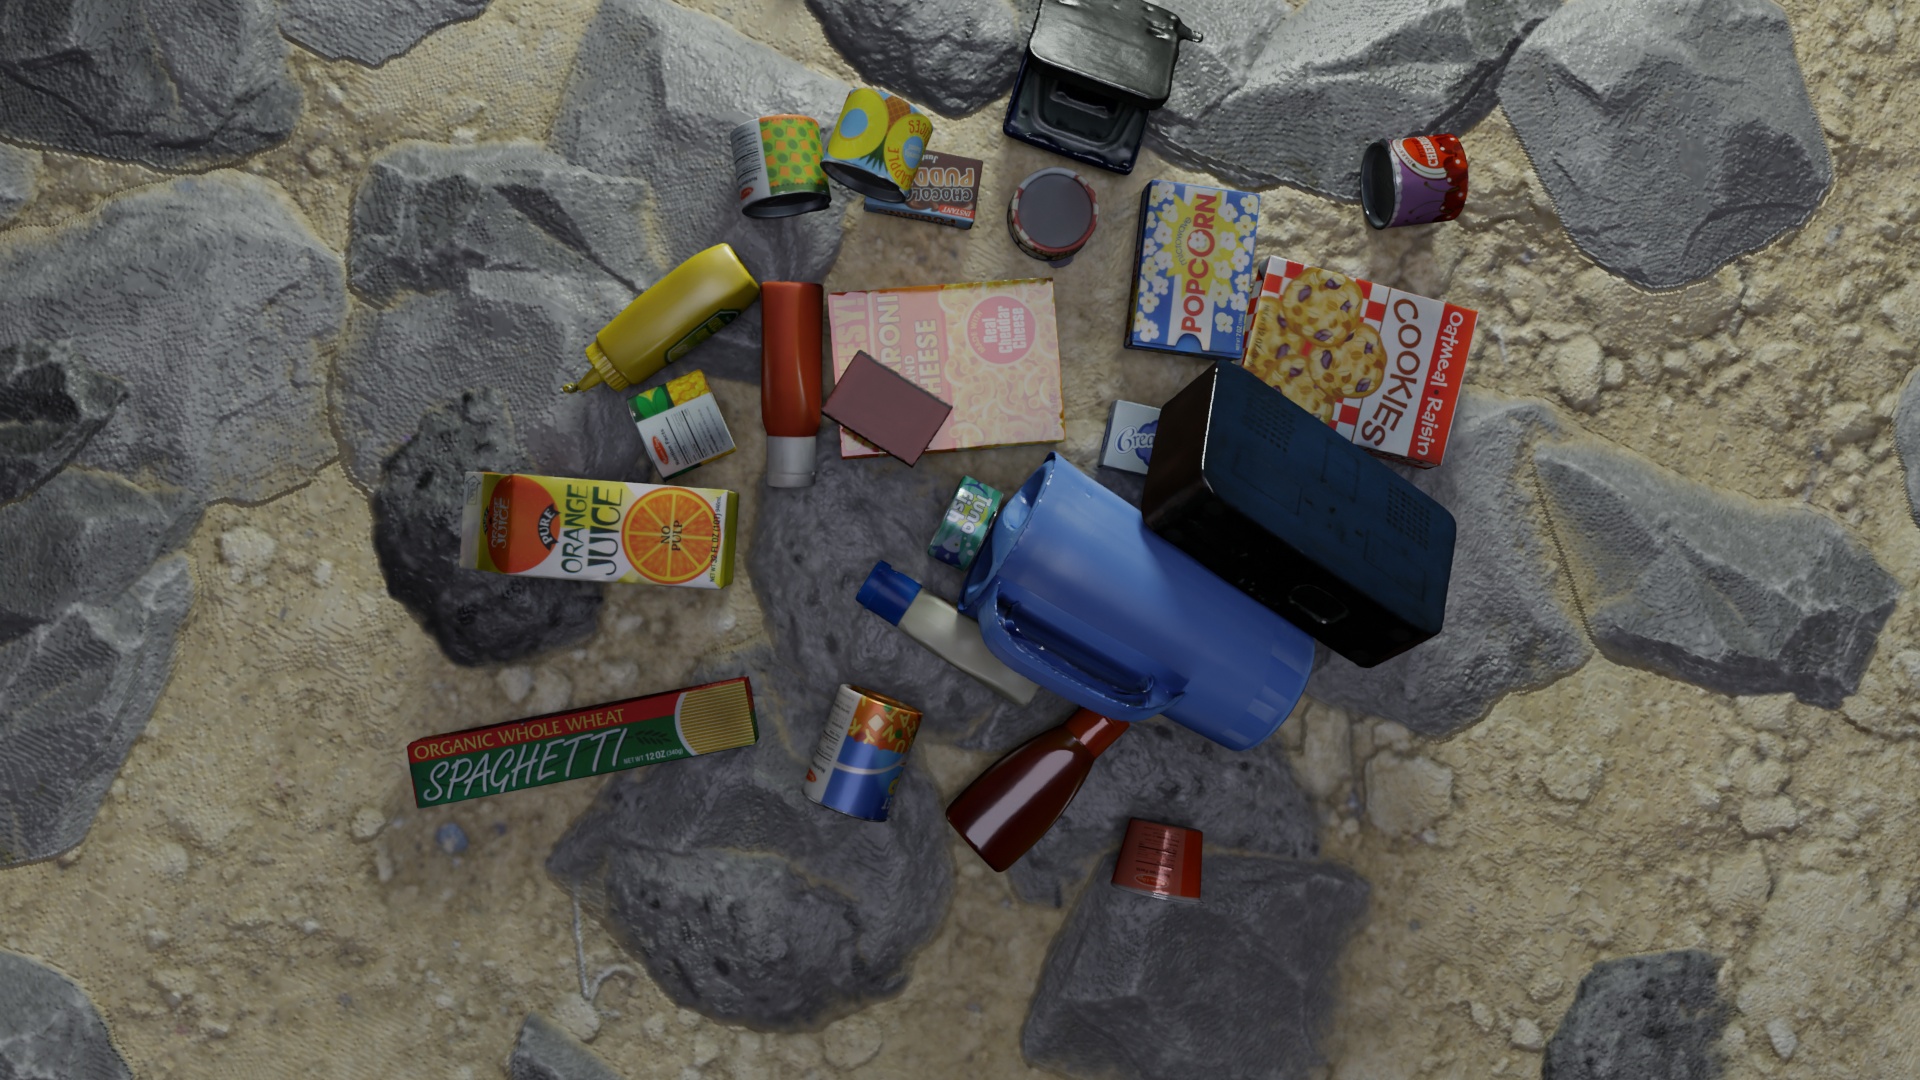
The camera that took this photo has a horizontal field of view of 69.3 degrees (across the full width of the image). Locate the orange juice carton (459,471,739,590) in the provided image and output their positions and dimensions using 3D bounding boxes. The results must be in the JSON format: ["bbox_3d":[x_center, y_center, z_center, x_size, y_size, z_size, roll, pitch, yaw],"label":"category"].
[{"bbox_3d":[-0.261,-0.008,0.998,0.193,0.073,0.071,4,90,-4],"label":"orange juice carton"}]

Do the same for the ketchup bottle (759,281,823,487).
[{"bbox_3d":[-0.123,-0.114,1.017,0.043,0.065,0.148,2,98,9],"label":"ketchup bottle"}]

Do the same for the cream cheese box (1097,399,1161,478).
[{"bbox_3d":[0.161,-0.071,1.056,0.104,0.024,0.053,12,88,-5],"label":"cream cheese box"}]

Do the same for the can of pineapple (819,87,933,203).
[{"bbox_3d":[-0.058,-0.279,0.986,0.071,0.071,0.058,21,88,-4],"label":"can of pineapple"}]

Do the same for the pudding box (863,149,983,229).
[{"bbox_3d":[-0.028,-0.265,1.038,0.084,0.030,0.049,10,90,-4],"label":"pudding box"}]

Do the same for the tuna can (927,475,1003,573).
[{"bbox_3d":[0.004,-0.013,1.020,0.033,0.071,0.071,26,88,-3],"label":"tuna can"}]

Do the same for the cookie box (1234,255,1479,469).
[{"bbox_3d":[0.297,-0.134,1.060,0.167,0.040,0.123,14,89,-3],"label":"cookie box"}]

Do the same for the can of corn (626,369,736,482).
[{"bbox_3d":[-0.202,-0.085,1.008,0.058,0.071,0.071,-24,92,-6],"label":"can of corn"}]

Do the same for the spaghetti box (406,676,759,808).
[{"bbox_3d":[-0.276,0.148,1.018,0.250,0.028,0.050,-10,90,-5],"label":"spaghetti box"}]

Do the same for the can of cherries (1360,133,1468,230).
[{"bbox_3d":[0.342,-0.273,1.048,0.058,0.071,0.071,-7,91,-4],"label":"can of cherries"}]

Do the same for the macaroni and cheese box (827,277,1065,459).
[{"bbox_3d":[-0.011,-0.127,1.034,0.167,0.040,0.123,-5,91,-5],"label":"macaroni and cheese box"}]

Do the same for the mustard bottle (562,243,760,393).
[{"bbox_3d":[-0.220,-0.152,1.009,0.160,0.065,0.049,-36,88,2],"label":"mustard bottle"}]

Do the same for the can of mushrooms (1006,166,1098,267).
[{"bbox_3d":[0.070,-0.243,1.045,0.071,0.033,0.071,0,89,-5],"label":"can of mushrooms"}]

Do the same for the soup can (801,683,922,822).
[{"bbox_3d":[-0.069,0.156,1.017,0.071,0.071,0.084,20,88,-4],"label":"soup can"}]

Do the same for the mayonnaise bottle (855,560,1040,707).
[{"bbox_3d":[-0.006,0.068,1.025,0.148,0.065,0.041,33,89,0],"label":"mayonnaise bottle"}]

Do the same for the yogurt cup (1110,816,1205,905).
[{"bbox_3d":[0.149,0.238,1.036,0.072,0.072,0.054,12,81,-4],"label":"yogurt cup"}]

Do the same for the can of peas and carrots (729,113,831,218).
[{"bbox_3d":[-0.129,-0.272,1.014,0.071,0.071,0.058,-10,91,-4],"label":"can of peas and carrots"}]

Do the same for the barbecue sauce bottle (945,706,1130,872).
[{"bbox_3d":[0.062,0.176,1.038,0.148,0.043,0.065,-43,93,-4],"label":"barbecue sauce bottle"}]

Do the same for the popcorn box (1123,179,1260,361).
[{"bbox_3d":[0.175,-0.203,1.050,0.085,0.038,0.126,7,89,-6],"label":"popcorn box"}]
